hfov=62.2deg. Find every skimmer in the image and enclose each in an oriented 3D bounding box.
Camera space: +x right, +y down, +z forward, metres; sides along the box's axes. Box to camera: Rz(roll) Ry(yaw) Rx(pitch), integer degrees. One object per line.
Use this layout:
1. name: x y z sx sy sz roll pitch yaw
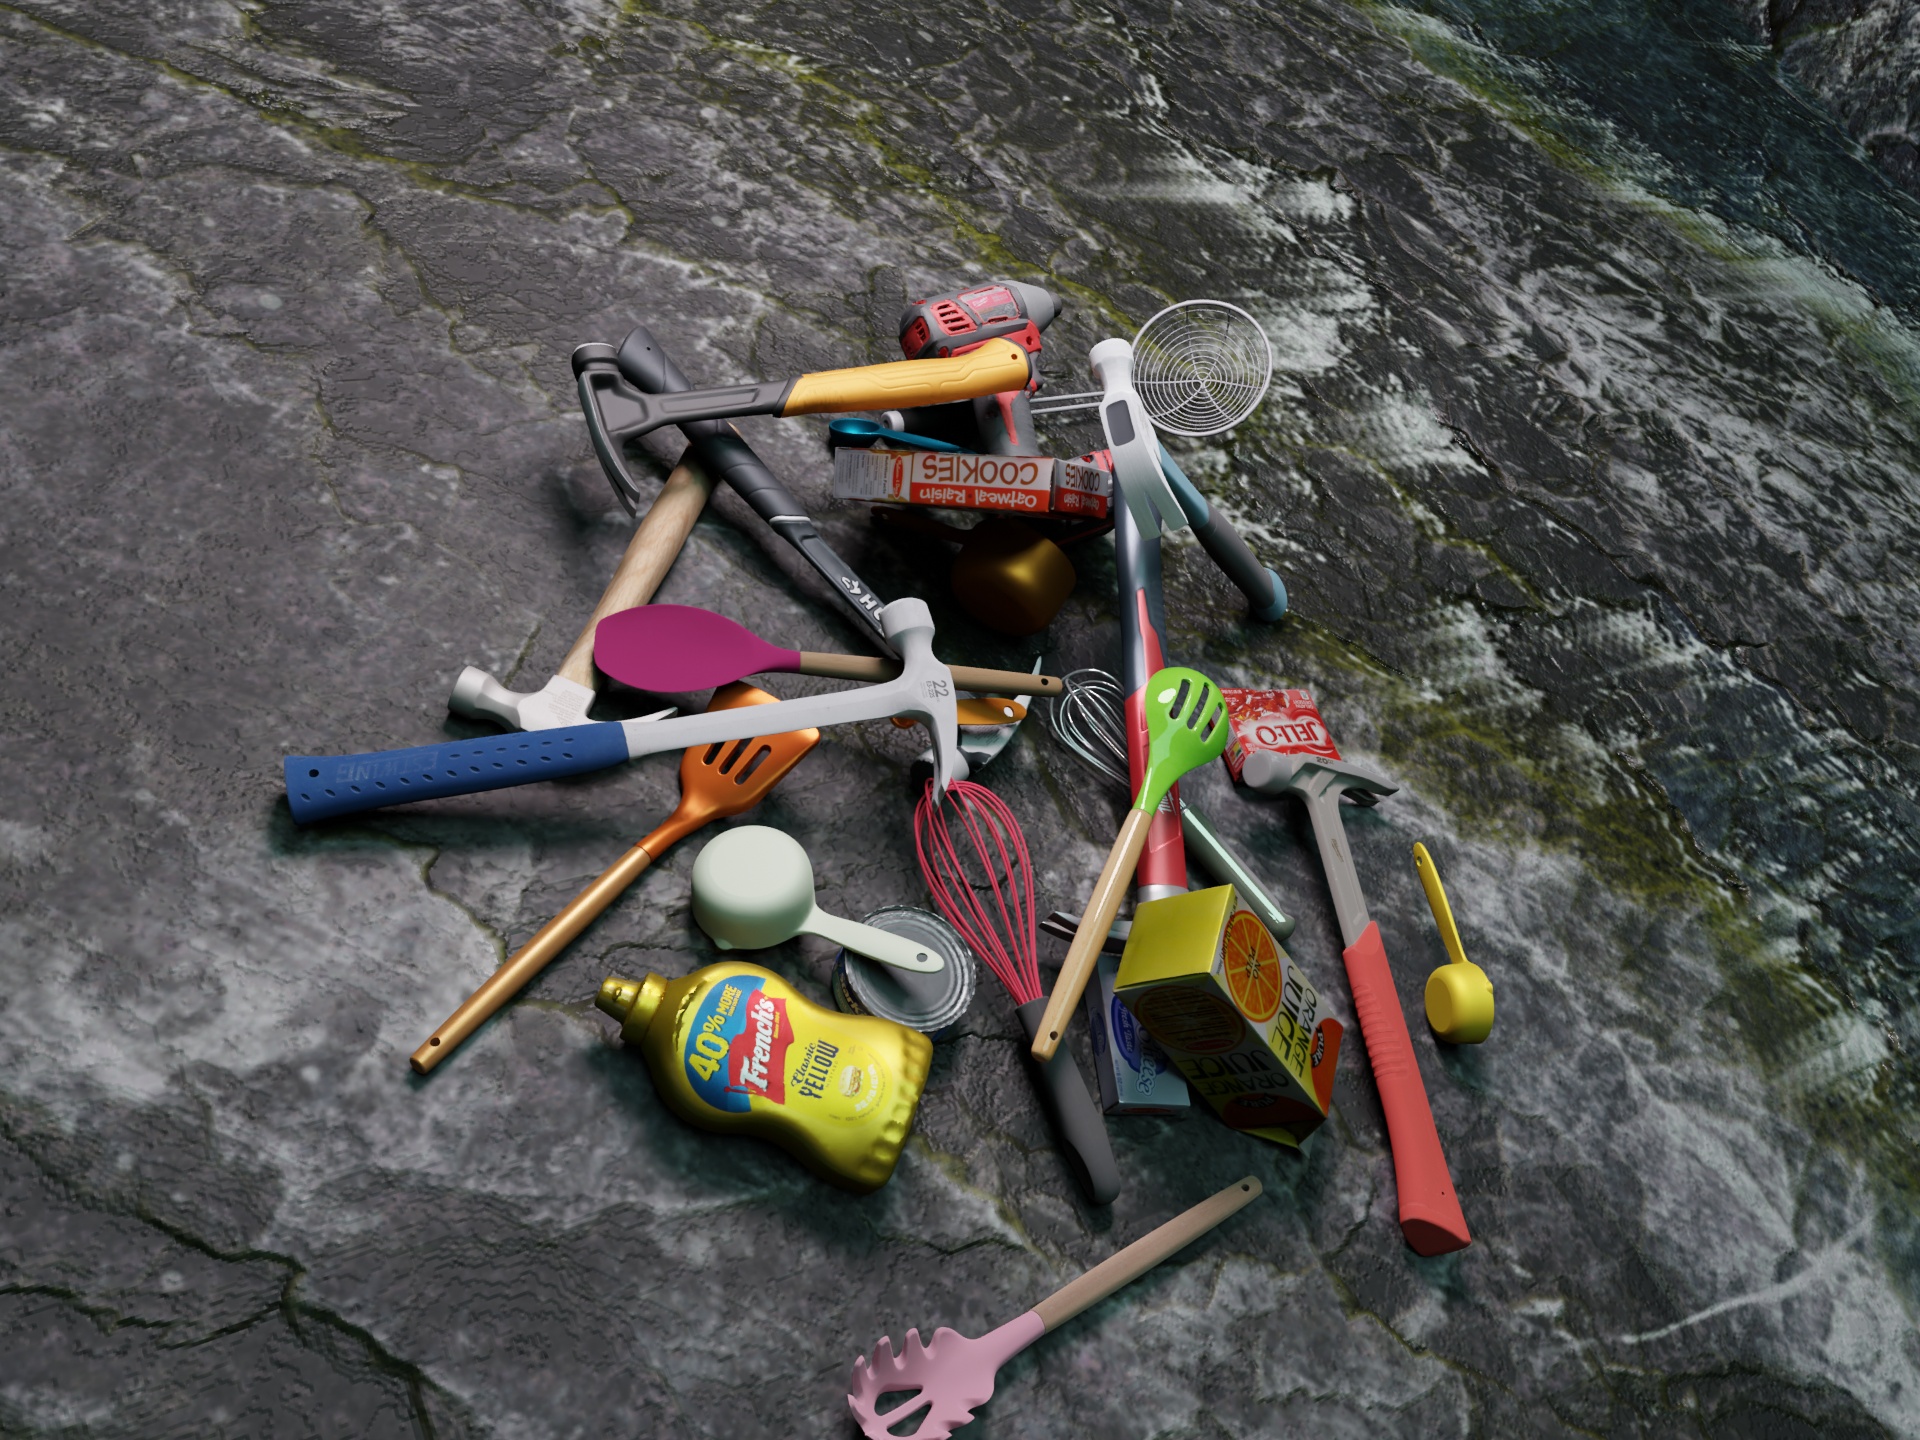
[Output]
1. skimmer: 0.103 -0.285 1.348 0.363 0.090 0.127 -14 76 -31

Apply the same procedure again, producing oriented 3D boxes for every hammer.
1. hammer: -0.105 -0.130 1.145 0.409 0.036 0.149 48 48 4
2. hammer: -0.099 -0.229 1.143 0.337 0.034 0.127 -12 70 -23
3. hammer: 0.119 -0.024 1.128 0.143 0.038 0.387 7 64 -17
4. hammer: 0.182 -0.152 1.194 0.330 0.033 0.128 33 44 -56
5. hammer: -0.193 0.016 0.973 0.405 0.035 0.144 -9 64 -18
6. hammer: -0.219 -0.100 1.099 0.130 0.031 0.332 25 49 -6
7. hammer: 0.295 0.188 1.114 0.149 0.036 0.359 14 53 -34

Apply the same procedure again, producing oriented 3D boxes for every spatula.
1. spatula: -0.208 0.090 0.956 0.081 0.041 0.323 31 49 14

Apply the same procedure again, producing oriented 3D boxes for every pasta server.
1. pasta server: 0.066 0.329 0.910 0.316 0.040 0.060 -18 54 -35

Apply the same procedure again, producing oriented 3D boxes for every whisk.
1. whisk: 0.154 0.061 1.146 0.059 0.057 0.246 -41 81 3
2. whisk: 0.038 0.162 1.009 0.073 0.073 0.296 -9 66 -30

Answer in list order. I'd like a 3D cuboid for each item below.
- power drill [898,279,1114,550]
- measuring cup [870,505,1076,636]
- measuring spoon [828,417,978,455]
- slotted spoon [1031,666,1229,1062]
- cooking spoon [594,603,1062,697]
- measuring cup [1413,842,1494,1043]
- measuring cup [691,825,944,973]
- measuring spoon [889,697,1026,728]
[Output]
1. power drill: 0.056 -0.248 1.266 0.143 0.078 0.220 -22 83 -29
2. measuring cup: -0.002 -0.117 1.195 0.174 0.095 0.052 20 65 18
3. measuring spoon: -0.045 -0.212 1.243 0.129 0.021 0.042 17 29 20
4. slotted spoon: 0.111 0.083 1.031 0.070 0.031 0.314 34 58 -11
5. cooking spoon: -0.083 -0.036 1.067 0.318 0.017 0.069 5 58 -15
6. measuring cup: 0.343 0.159 1.151 0.029 0.062 0.157 -3 58 -13
7. measuring cup: -0.086 0.112 0.963 0.167 0.038 0.083 18 48 15
8. measuring spoon: -0.002 -0.003 1.094 0.117 0.011 0.021 -3 65 -37
